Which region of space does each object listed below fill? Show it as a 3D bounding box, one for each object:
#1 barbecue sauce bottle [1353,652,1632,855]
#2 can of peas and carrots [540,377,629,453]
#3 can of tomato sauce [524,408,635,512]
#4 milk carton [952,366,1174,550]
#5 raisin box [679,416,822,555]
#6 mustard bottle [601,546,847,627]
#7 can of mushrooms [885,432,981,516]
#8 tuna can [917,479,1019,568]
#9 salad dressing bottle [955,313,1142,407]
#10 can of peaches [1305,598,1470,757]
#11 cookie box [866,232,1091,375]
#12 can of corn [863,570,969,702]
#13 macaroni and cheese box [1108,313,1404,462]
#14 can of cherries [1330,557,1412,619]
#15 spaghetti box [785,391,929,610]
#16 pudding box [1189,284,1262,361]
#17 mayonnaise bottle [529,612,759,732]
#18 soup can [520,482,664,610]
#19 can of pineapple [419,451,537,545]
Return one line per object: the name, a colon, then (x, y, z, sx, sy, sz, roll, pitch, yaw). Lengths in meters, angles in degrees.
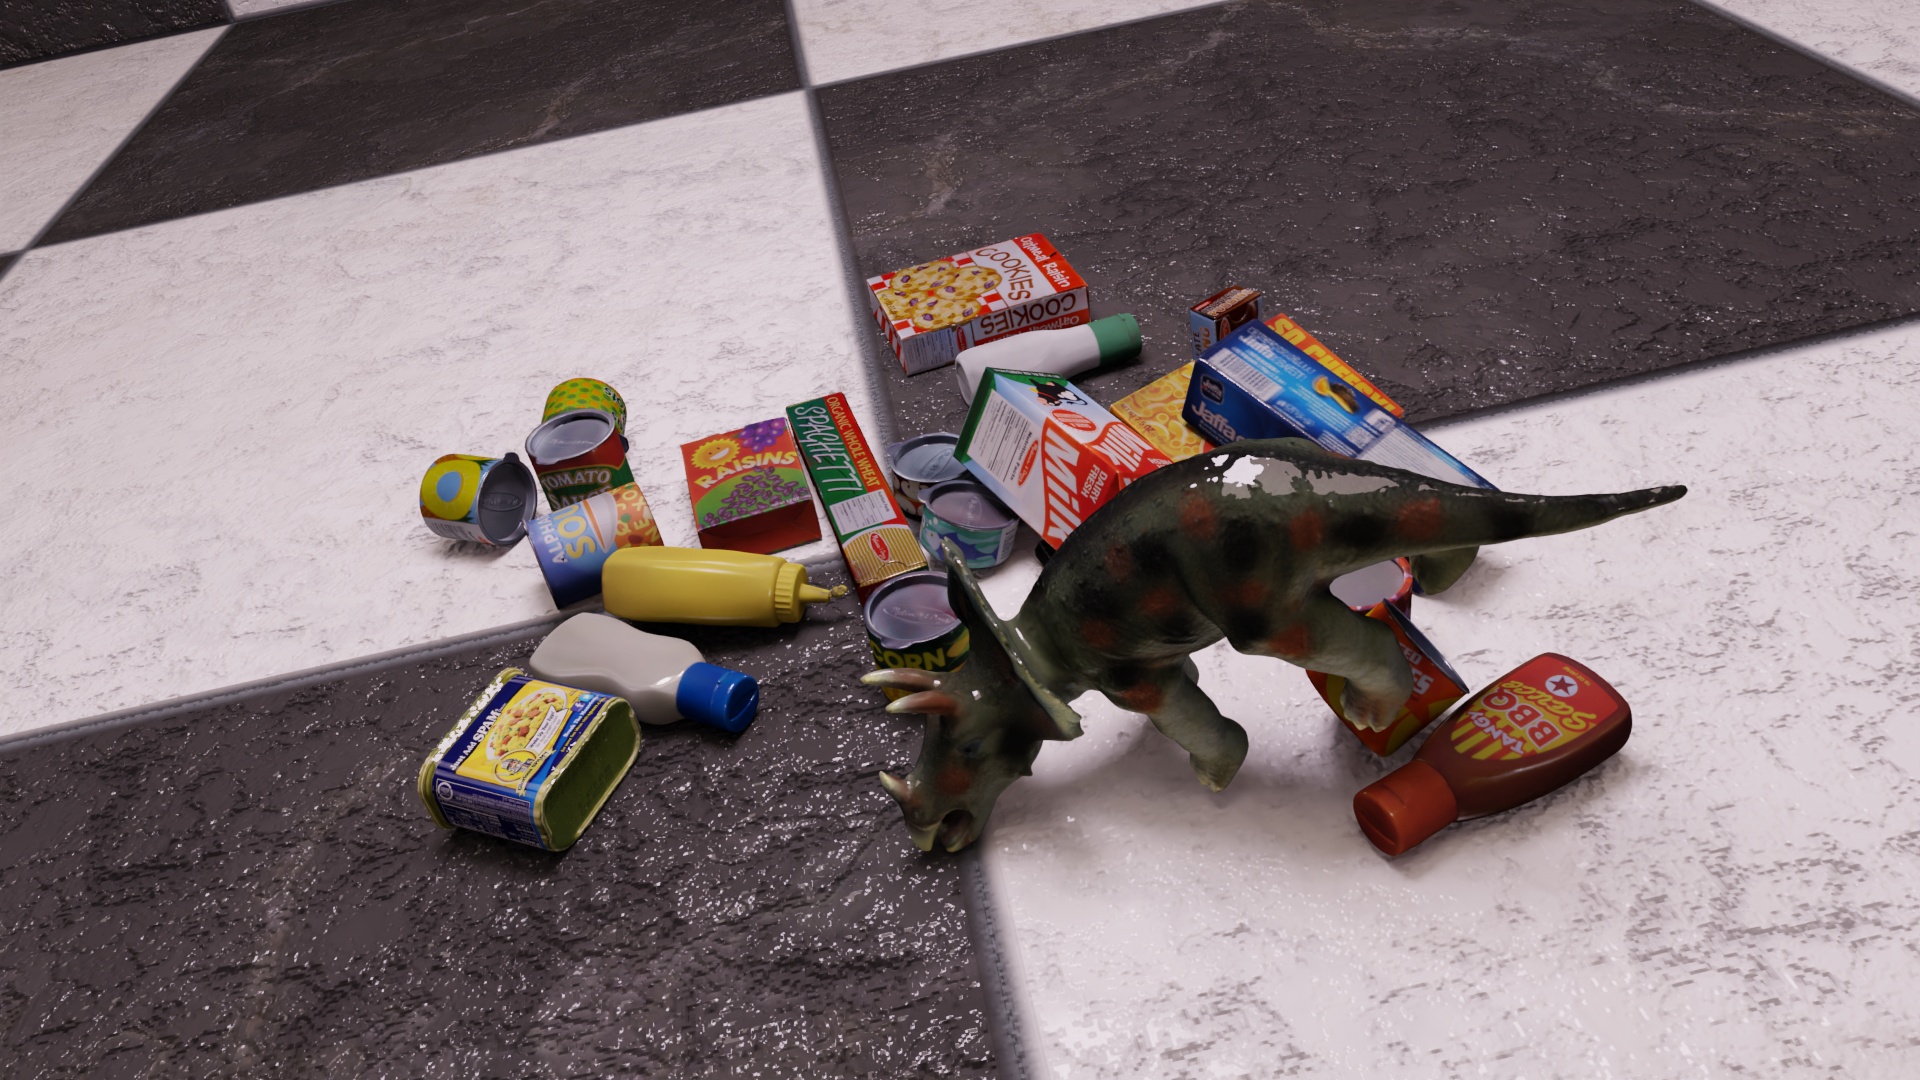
barbecue sauce bottle: (0.273, 0.114, 0.722, 0.149, 0.043, 0.065, -25, 40, -18)
can of peas and carrots: (-0.300, -0.089, 1.111, 0.071, 0.070, 0.059, -12, 36, -1)
can of tomato sauce: (-0.278, -0.044, 1.032, 0.071, 0.082, 0.071, -7, 37, 5)
milk carton: (0.083, -0.040, 0.919, 0.072, 0.073, 0.191, 1, 30, -39)
raisin box: (-0.157, -0.038, 1.031, 0.086, 0.040, 0.124, -17, 37, -6)
mustard bottle: (-0.155, 0.032, 0.924, 0.160, 0.048, 0.065, 4, 10, 9)
can of mushrooms: (-0.020, -0.049, 1.011, 0.071, 0.033, 0.071, -4, 36, 3)
tuna can: (0.003, -0.012, 0.946, 0.071, 0.032, 0.071, 8, 30, -4)
salad dressing bottle: (0.072, -0.146, 1.113, 0.148, 0.043, 0.064, -17, 35, -10)
can of peaches: (0.228, 0.074, 0.748, 0.058, 0.071, 0.071, -43, 34, 16)
cookie box: (0.015, -0.210, 1.212, 0.168, 0.040, 0.123, -17, 37, -8)
can of corn: (-0.023, 0.063, 0.849, 0.071, 0.058, 0.071, -7, 37, 5)
macaroni and cheese box: (0.204, -0.080, 0.969, 0.167, 0.040, 0.124, -29, 59, -24)
can of cherries: (0.230, 0.043, 0.813, 0.071, 0.058, 0.072, -7, 37, 5)
spaghetti box: (-0.079, -0.036, 1.017, 0.050, 0.028, 0.251, -17, 37, -9)
pudding box: (0.201, -0.144, 1.043, 0.050, 0.083, 0.030, -30, 41, -23)
mayonnaise bottle: (-0.198, 0.086, 0.878, 0.148, 0.041, 0.065, 12, 39, 26)
soup can: (-0.257, 0.001, 0.978, 0.084, 0.071, 0.071, -23, 39, -16)
can of pineapple: (-0.364, -0.033, 1.052, 0.058, 0.070, 0.071, 7, 40, 22)
